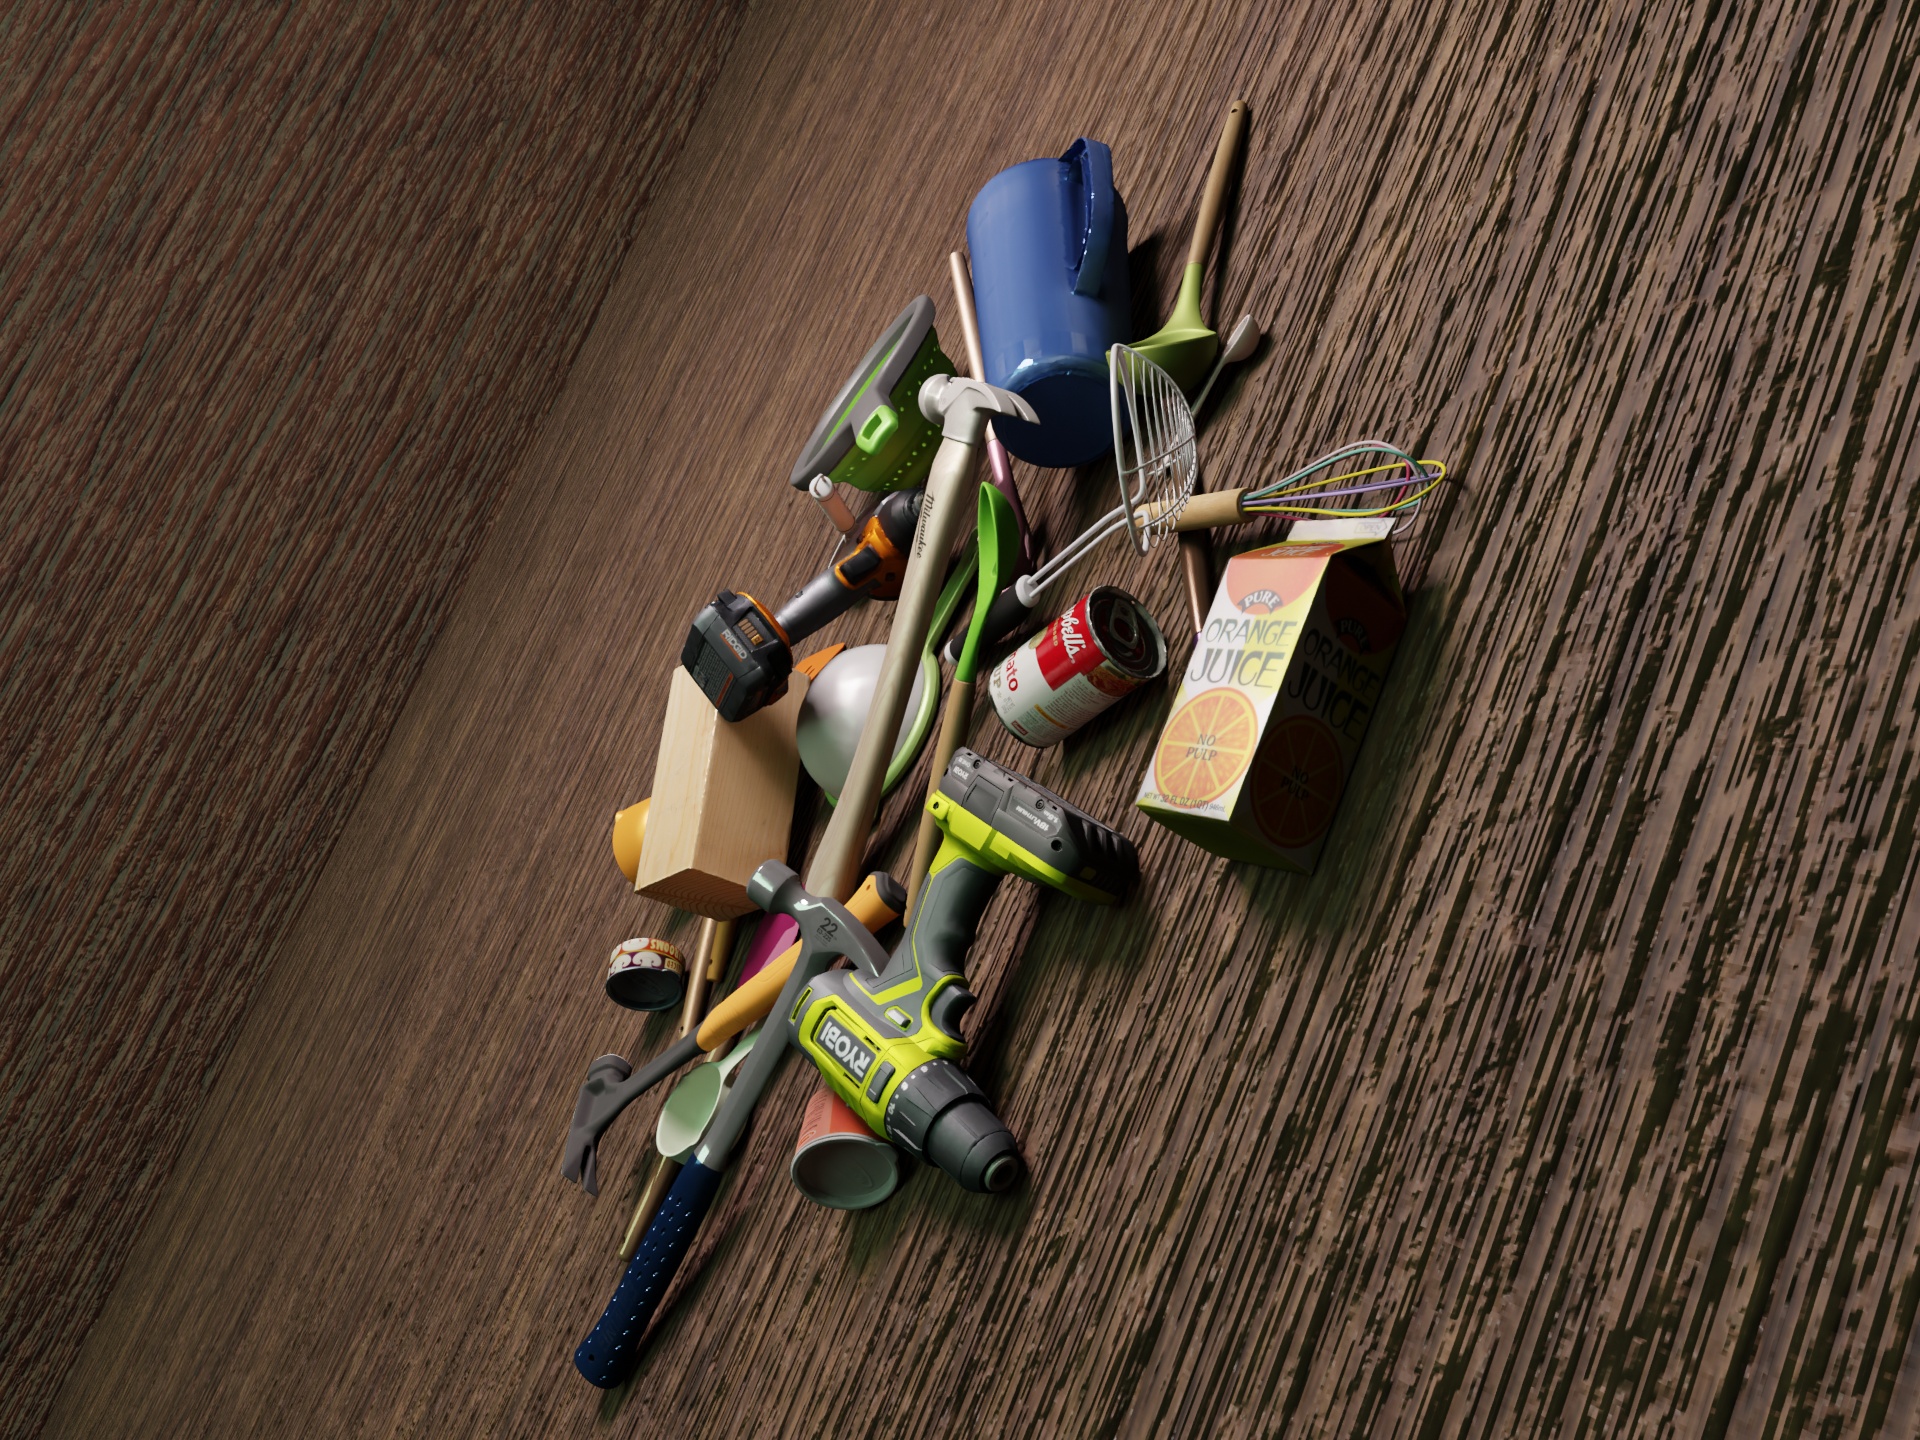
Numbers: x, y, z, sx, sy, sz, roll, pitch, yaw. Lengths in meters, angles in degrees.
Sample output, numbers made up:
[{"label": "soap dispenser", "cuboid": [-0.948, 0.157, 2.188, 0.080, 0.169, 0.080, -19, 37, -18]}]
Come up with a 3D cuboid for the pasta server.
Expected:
[{"label": "pasta server", "cuboid": [0.016, -0.238, 1.249, 0.040, 0.060, 0.316, -14, 67, 9]}]

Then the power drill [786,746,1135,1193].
[{"label": "power drill", "cuboid": [0.007, 0.150, 0.956, 0.191, 0.080, 0.228, 31, 93, 46]}]

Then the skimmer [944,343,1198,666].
[{"label": "skimmer", "cuboid": [0.048, -0.117, 1.063, 0.363, 0.090, 0.127, 142, 132, -57]}]

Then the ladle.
[{"label": "ladle", "cuboid": [0.174, -0.359, 1.171, 0.078, 0.062, 0.320, -2, 55, 30]}]

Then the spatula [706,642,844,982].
[{"label": "spatula", "cuboid": [-0.169, 0.074, 1.392, 0.081, 0.041, 0.323, -18, 54, 51]}]

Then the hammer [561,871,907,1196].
[{"label": "hammer", "cuboid": [-0.169, 0.222, 1.179, 0.337, 0.034, 0.127, -39, 24, 19]}]

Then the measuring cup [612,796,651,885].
[{"label": "measuring cup", "cuboid": [-0.250, 0.082, 1.474, 0.052, 0.095, 0.174, -24, 26, 41]}]

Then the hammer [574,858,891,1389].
[{"label": "hammer", "cuboid": [-0.169, 0.305, 1.119, 0.144, 0.035, 0.405, 34, 104, 23]}]

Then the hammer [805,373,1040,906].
[{"label": "hammer", "cuboid": [-0.039, -0.044, 1.157, 0.146, 0.038, 0.410, 36, 112, 62]}]

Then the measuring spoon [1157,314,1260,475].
[{"label": "measuring spoon", "cuboid": [0.174, -0.221, 1.101, 0.124, 0.018, 0.034, -61, 5, 15]}]

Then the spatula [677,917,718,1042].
[{"label": "spatula", "cuboid": [-0.218, 0.134, 1.392, 0.082, 0.044, 0.318, -29, 43, 43]}]

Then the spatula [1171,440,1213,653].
[{"label": "spatula", "cuboid": [0.148, -0.069, 0.994, 0.060, 0.018, 0.316, -28, 41, 30]}]

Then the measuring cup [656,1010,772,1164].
[{"label": "measuring cup", "cuboid": [-0.160, 0.266, 1.192, 0.167, 0.038, 0.083, -47, 28, 5]}]

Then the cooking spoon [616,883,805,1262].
[{"label": "cooking spoon", "cuboid": [-0.196, 0.273, 1.256, 0.069, 0.017, 0.319, 3, 67, 60]}]

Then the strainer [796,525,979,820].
[{"label": "strainer", "cuboid": [-0.061, -0.052, 1.272, 0.256, 0.069, 0.152, -61, 28, 5]}]

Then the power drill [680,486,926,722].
[{"label": "power drill", "cuboid": [-0.105, -0.103, 1.262, 0.226, 0.084, 0.164, -37, -2, -22]}]

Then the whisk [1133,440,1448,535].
[{"label": "whisk", "cuboid": [0.184, -0.129, 0.945, 0.245, 0.051, 0.047, 1, 67, 56]}]

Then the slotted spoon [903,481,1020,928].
[{"label": "slotted spoon", "cuboid": [-0.002, -0.003, 1.072, 0.070, 0.031, 0.313, -118, 39, -71]}]

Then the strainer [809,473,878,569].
[{"label": "strainer", "cuboid": [-0.097, -0.167, 1.370, 0.087, 0.050, 0.258, -58, -10, -4]}]

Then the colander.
[{"label": "colander", "cuboid": [-0.049, -0.244, 1.341, 0.204, 0.094, 0.397, -52, 15, 11]}]
